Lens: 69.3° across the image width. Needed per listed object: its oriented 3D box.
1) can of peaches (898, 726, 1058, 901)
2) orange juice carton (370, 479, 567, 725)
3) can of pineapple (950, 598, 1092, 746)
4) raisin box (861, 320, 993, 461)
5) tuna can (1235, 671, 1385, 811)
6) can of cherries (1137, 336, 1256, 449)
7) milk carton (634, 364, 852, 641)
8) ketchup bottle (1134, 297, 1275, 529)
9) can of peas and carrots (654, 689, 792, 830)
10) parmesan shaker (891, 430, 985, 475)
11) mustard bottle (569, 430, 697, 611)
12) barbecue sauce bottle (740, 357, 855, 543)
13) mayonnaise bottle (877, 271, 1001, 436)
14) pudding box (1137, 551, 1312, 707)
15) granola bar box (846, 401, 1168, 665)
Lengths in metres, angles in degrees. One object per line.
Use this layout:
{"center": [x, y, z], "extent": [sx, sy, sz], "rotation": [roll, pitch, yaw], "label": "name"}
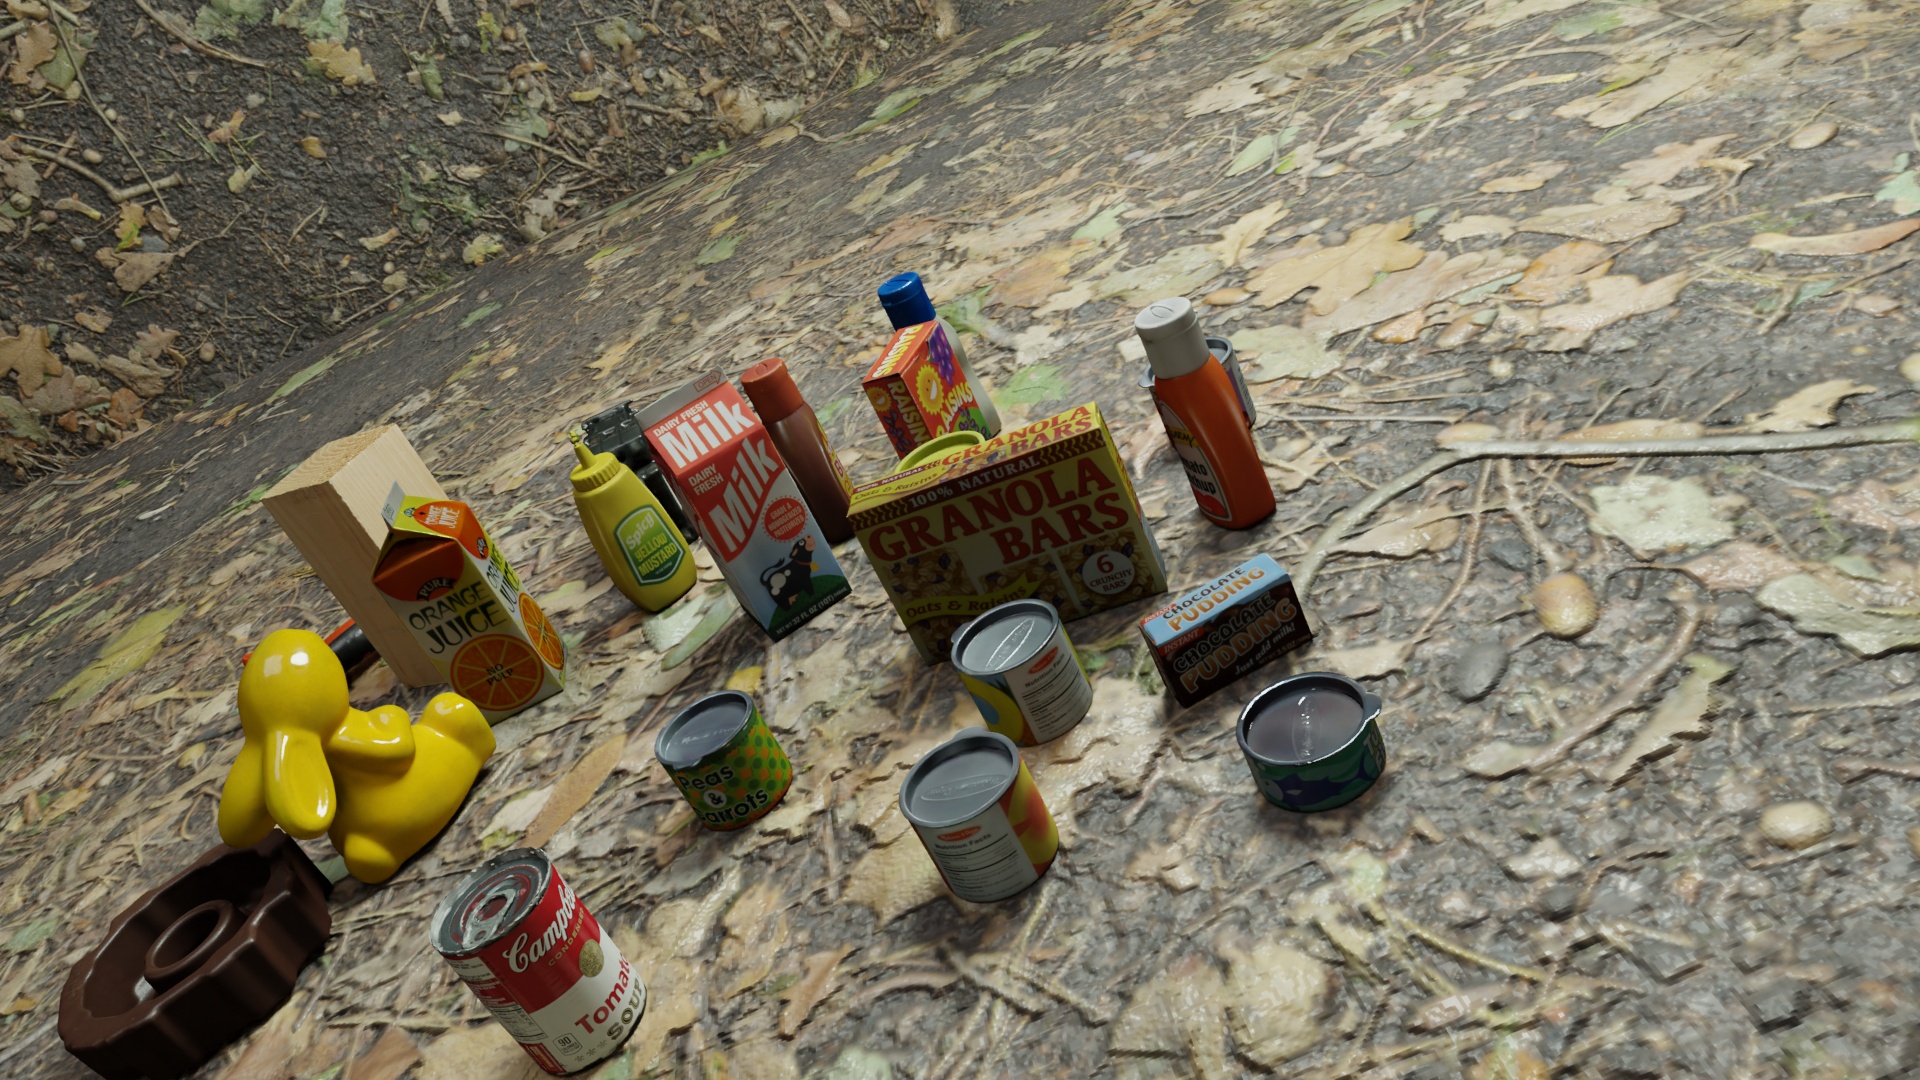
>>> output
{"center": [0.011, 0.140, 0.712], "extent": [0.071, 0.058, 0.071], "rotation": [-20, 28, 12], "label": "can of peaches"}
{"center": [-0.385, 0.043, 1.070], "extent": [0.073, 0.192, 0.072], "rotation": [-27, 27, 0], "label": "orange juice carton"}
{"center": [0.035, 0.076, 0.801], "extent": [0.071, 0.057, 0.071], "rotation": [-20, 28, 12], "label": "can of pineapple"}
{"center": [-0.021, -0.095, 1.071], "extent": [0.040, 0.123, 0.086], "rotation": [-10, 32, 29], "label": "raisin box"}
{"center": [0.173, 0.097, 0.674], "extent": [0.071, 0.032, 0.071], "rotation": [-20, 28, 12], "label": "tuna can"}
{"center": [0.169, -0.104, 0.993], "extent": [0.071, 0.058, 0.072], "rotation": [-20, 28, 12], "label": "can of cherries"}
{"center": [-0.159, -0.029, 1.003], "extent": [0.072, 0.189, 0.073], "rotation": [-34, 28, -14], "label": "milk carton"}
{"center": [0.151, -0.080, 0.871], "extent": [0.043, 0.148, 0.065], "rotation": [-31, 28, -8], "label": "ketchup bottle"}
{"center": [-0.144, 0.136, 0.849], "extent": [0.071, 0.058, 0.071], "rotation": [-20, 28, 12], "label": "can of peas and carrots"}
{"center": [0.003, -0.012, 0.929], "extent": [0.071, 0.102, 0.071], "rotation": [-21, 28, 12], "label": "parmesan shaker"}
{"center": [-0.272, -0.019, 1.114], "extent": [0.065, 0.159, 0.049], "rotation": [-42, 31, -27], "label": "mustard bottle"}
{"center": [-0.123, -0.072, 1.090], "extent": [0.044, 0.148, 0.065], "rotation": [-27, 27, 0], "label": "barbecue sauce bottle"}
{"center": [-0.020, -0.146, 1.130], "extent": [0.065, 0.147, 0.041], "rotation": [9, 44, 48], "label": "mayonnaise bottle"}
{"center": [0.145, 0.048, 0.762], "extent": [0.084, 0.049, 0.030], "rotation": [-28, 27, -3], "label": "pudding box"}
{"center": [0.030, -0.002, 0.866], "extent": [0.165, 0.123, 0.039], "rotation": [-19, 28, 15], "label": "granola bar box"}
